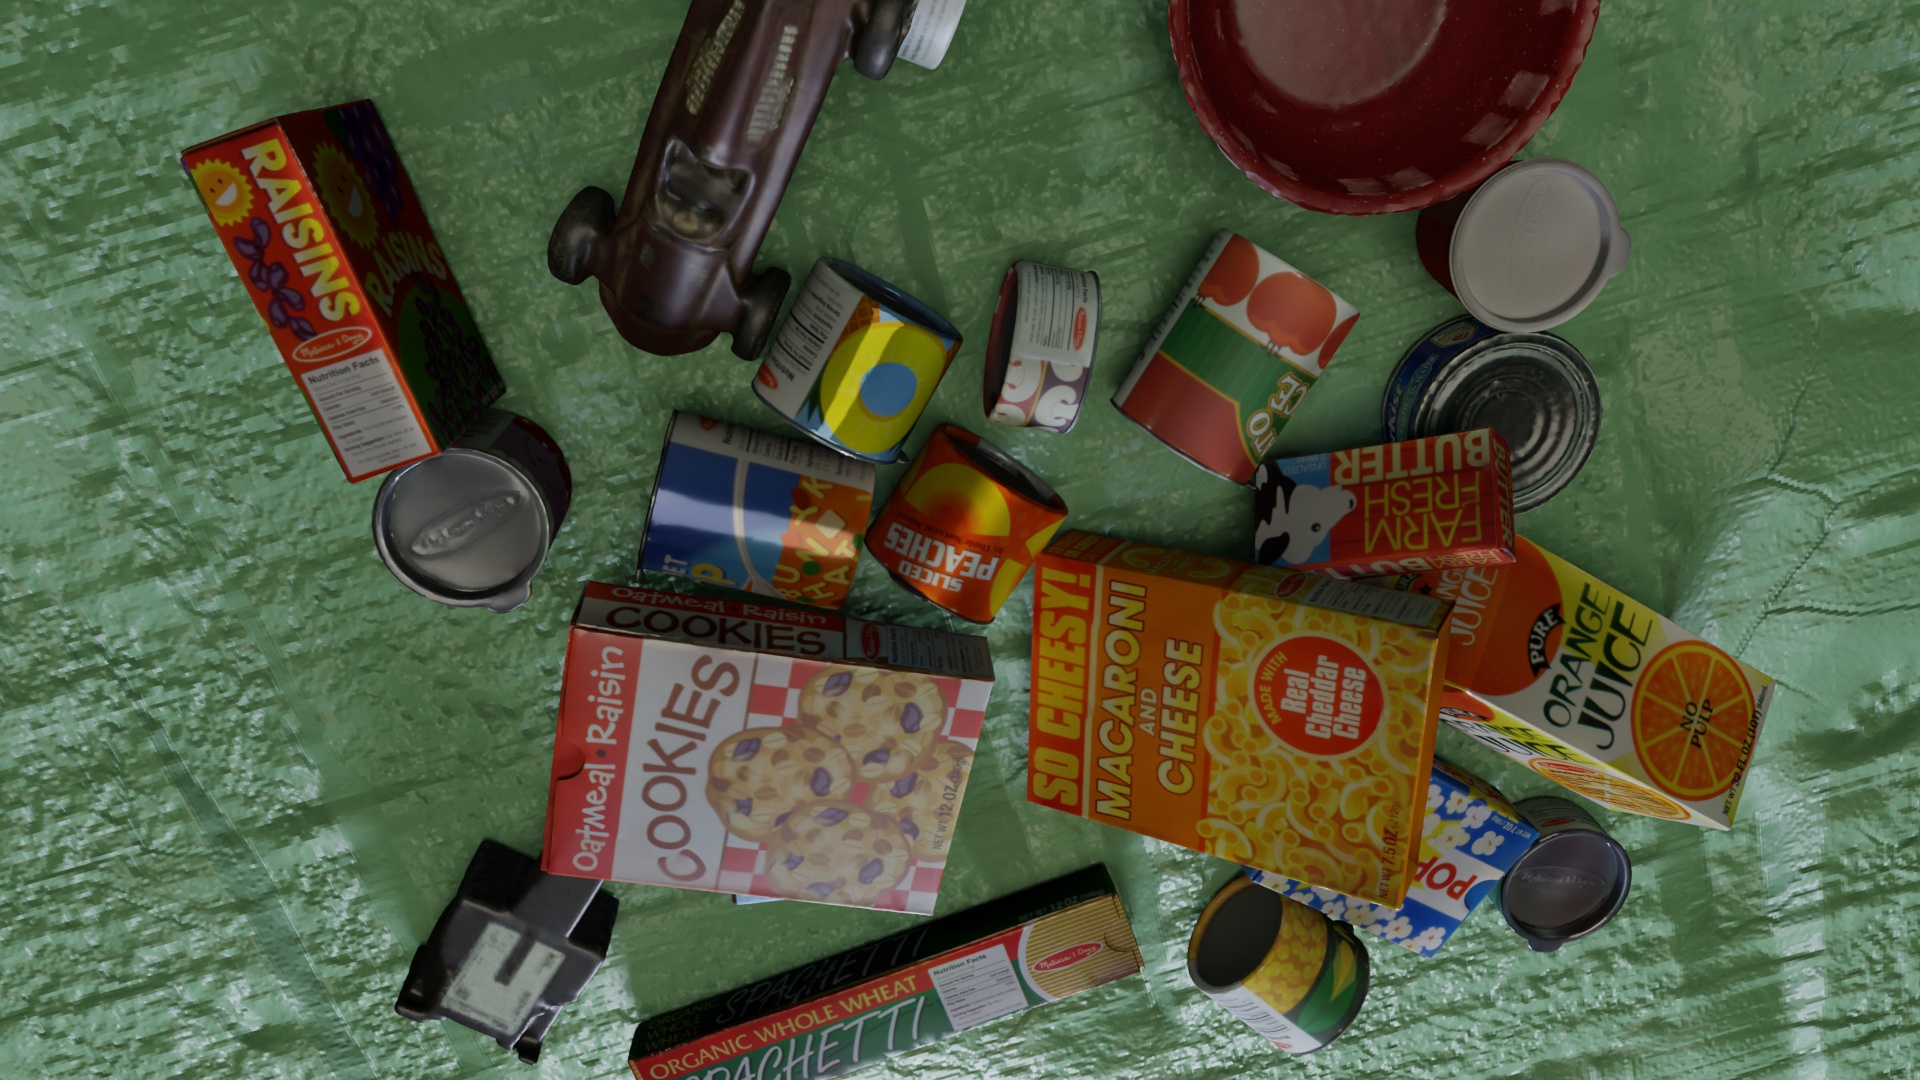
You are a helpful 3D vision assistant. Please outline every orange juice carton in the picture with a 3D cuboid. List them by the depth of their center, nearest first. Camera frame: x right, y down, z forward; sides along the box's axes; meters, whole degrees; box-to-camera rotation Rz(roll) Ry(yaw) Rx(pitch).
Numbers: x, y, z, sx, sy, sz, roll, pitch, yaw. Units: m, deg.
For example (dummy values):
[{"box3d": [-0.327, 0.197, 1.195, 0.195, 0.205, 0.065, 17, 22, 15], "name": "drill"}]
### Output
[{"box3d": [0.251, 0.054, 0.609, 0.193, 0.073, 0.072, 27, 79, -15], "name": "orange juice carton"}]

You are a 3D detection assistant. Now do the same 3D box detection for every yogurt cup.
[{"box3d": [0.221, -0.122, 0.562, 0.072, 0.054, 0.072, -2, 111, -5], "name": "yogurt cup"}]

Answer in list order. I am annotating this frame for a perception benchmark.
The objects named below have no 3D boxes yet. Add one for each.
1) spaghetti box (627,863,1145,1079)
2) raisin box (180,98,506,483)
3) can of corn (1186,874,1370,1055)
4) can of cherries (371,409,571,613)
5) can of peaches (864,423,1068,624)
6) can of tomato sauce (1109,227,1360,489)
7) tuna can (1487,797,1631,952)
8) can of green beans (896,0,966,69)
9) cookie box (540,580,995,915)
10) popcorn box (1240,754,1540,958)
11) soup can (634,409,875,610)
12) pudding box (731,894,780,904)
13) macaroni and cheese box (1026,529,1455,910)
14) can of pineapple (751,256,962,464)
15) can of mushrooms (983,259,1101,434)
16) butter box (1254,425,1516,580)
[{"box3d": [-0.037, 0.223, 0.678, 0.250, 0.029, 0.050, -19, 111, 2], "name": "spaghetti box"}, {"box3d": [-0.221, -0.094, 0.511, 0.040, 0.086, 0.123, -17, 111, 6], "name": "raisin box"}, {"box3d": [0.154, 0.201, 0.671, 0.058, 0.071, 0.071, 39, 103, -17], "name": "can of corn"}, {"box3d": [-0.193, -0.012, 0.559, 0.071, 0.058, 0.071, -2, 110, -6], "name": "can of cherries"}, {"box3d": [0.002, -0.007, 0.574, 0.071, 0.071, 0.058, 31, 104, -16], "name": "can of peaches"}, {"box3d": [0.112, -0.073, 0.562, 0.071, 0.071, 0.083, 28, 105, -15], "name": "can of tomato sauce"}, {"box3d": [0.291, 0.165, 0.687, 0.071, 0.033, 0.070, -2, 111, -5], "name": "tuna can"}, {"box3d": [-0.026, -0.210, 0.498, 0.058, 0.071, 0.071, 16, 108, -12], "name": "can of green beans"}, {"box3d": [-0.081, 0.089, 0.578, 0.167, 0.040, 0.122, 9, 115, -10], "name": "cookie box"}, {"box3d": [0.197, 0.137, 0.653, 0.126, 0.038, 0.085, 28, 105, -26], "name": "popcorn box"}, {"box3d": [-0.084, -0.009, 0.566, 0.084, 0.071, 0.071, 14, 109, -11], "name": "soup can"}, {"box3d": [-0.066, 0.137, 0.643, 0.084, 0.030, 0.049, -6, 110, -4], "name": "pudding box"}, {"box3d": [0.112, 0.071, 0.586, 0.166, 0.040, 0.123, 11, 112, 27], "name": "macaroni and cheese box"}, {"box3d": [-0.039, -0.071, 0.549, 0.071, 0.071, 0.057, 27, 106, -15], "name": "can of pineapple"}, {"box3d": [0.031, -0.076, 0.555, 0.033, 0.071, 0.070, 8, 110, -9], "name": "can of mushrooms"}, {"box3d": [0.173, -0.012, 0.573, 0.103, 0.053, 0.024, -8, 157, 34], "name": "butter box"}]
